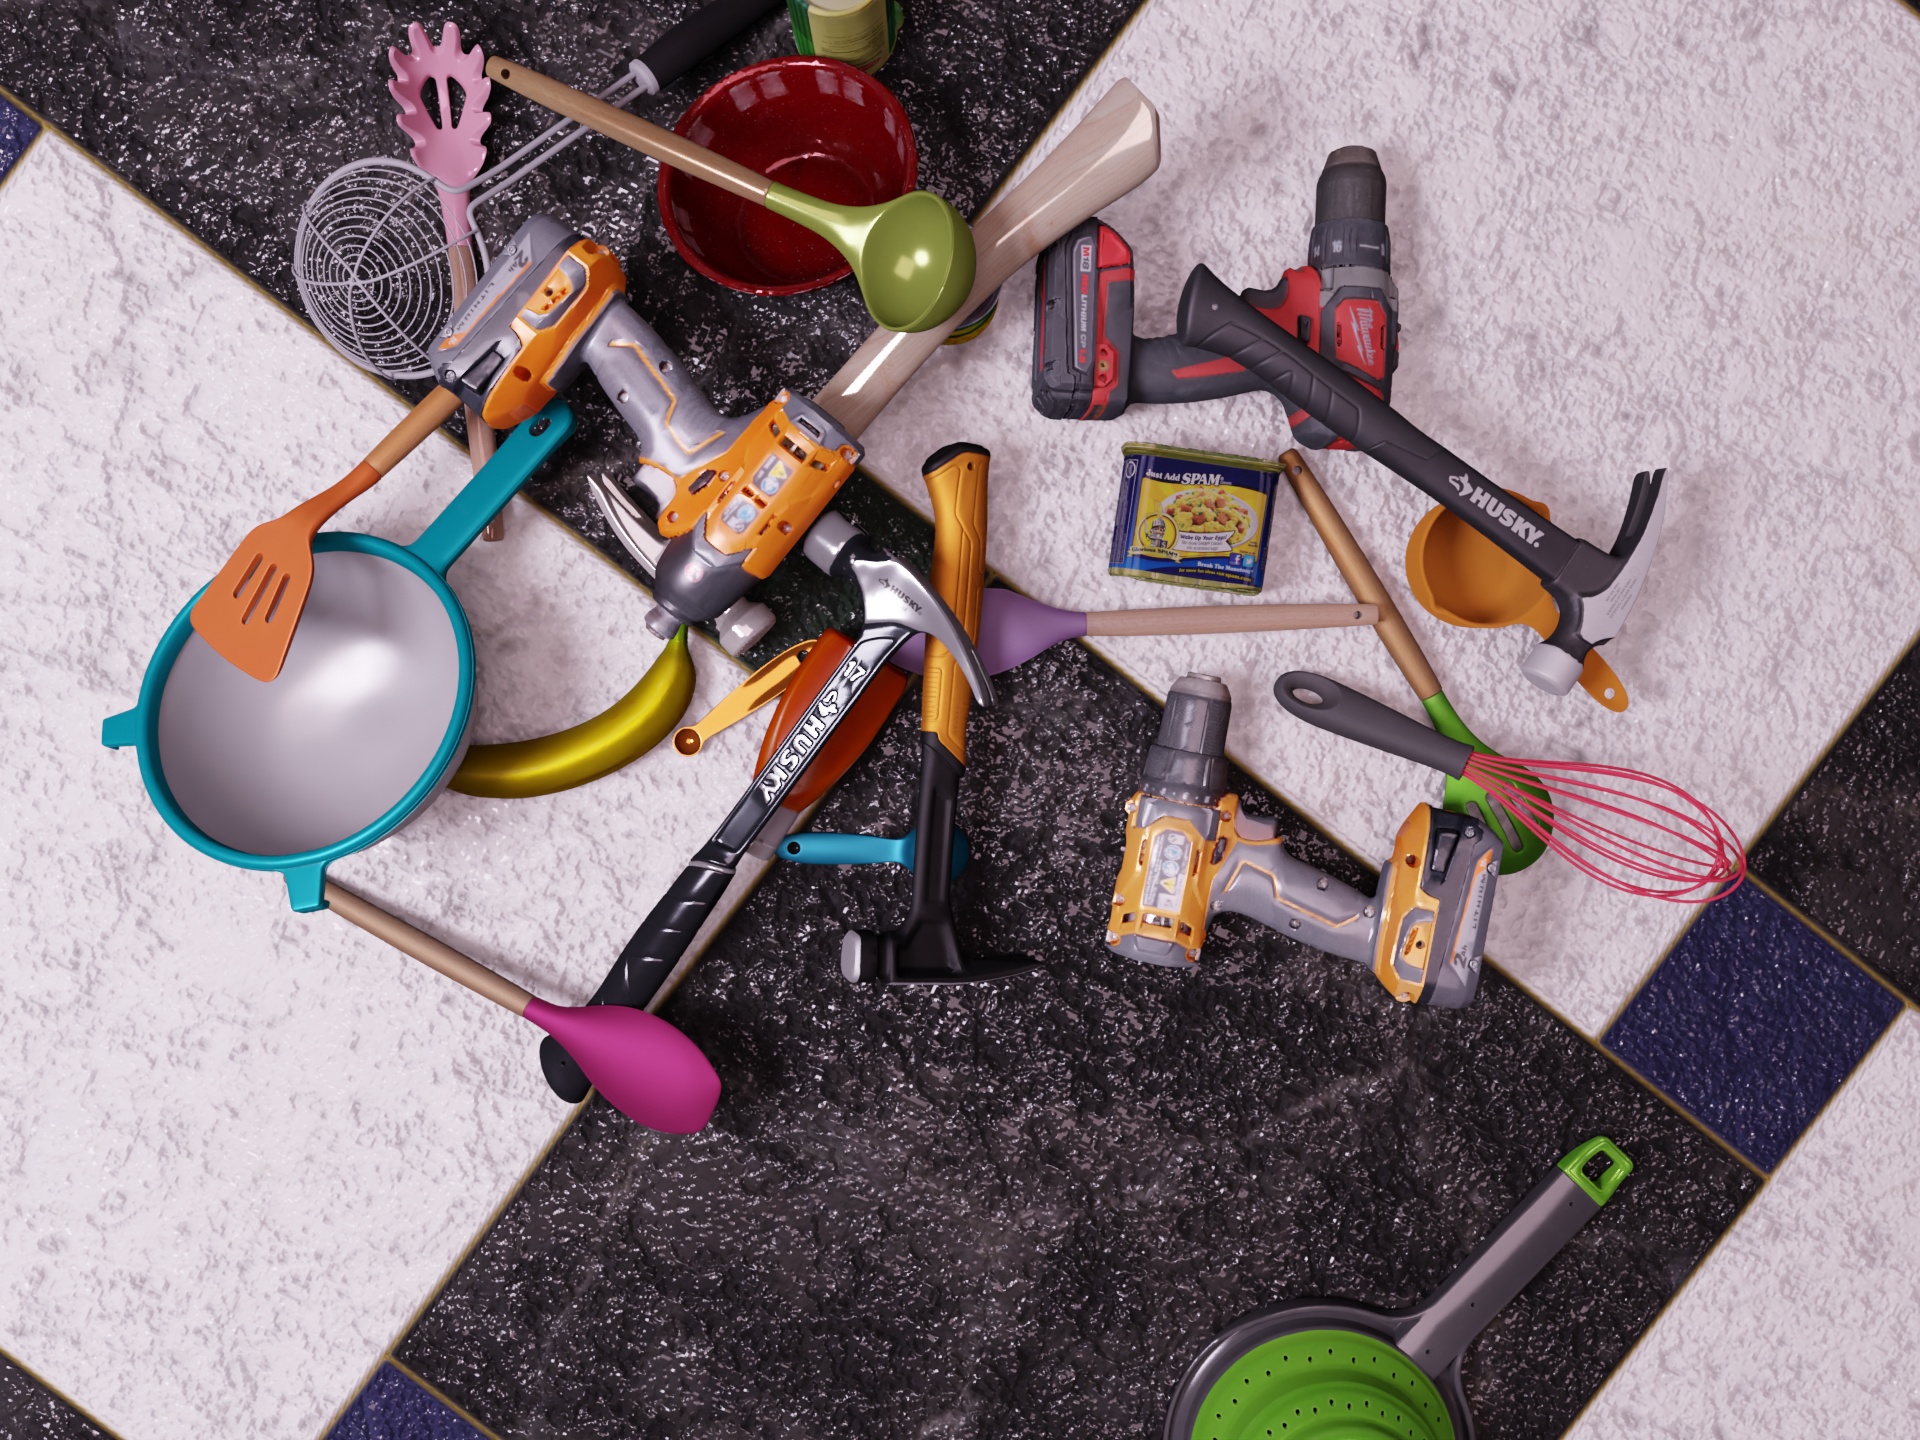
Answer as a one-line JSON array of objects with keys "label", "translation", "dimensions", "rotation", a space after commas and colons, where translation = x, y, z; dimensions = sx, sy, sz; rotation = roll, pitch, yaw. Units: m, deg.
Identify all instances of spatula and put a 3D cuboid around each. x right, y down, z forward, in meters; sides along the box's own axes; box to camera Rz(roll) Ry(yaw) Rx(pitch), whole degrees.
[{"label": "spatula", "translation": [0.106, -0.060, 1.017], "dimensions": [0.316, 0.018, 0.060], "rotation": [-2, 96, 4]}, {"label": "spatula", "translation": [-0.336, -0.164, 0.965], "dimensions": [0.081, 0.041, 0.323], "rotation": [32, 70, 22]}]

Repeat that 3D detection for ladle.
[{"label": "ladle", "translation": [-0.136, -0.311, 0.904], "dimensions": [0.320, 0.062, 0.078], "rotation": [26, 109, 6]}]

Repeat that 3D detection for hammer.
[{"label": "hammer", "translation": [0.270, -0.166, 0.952], "dimensions": [0.334, 0.035, 0.146], "rotation": [34, 89, -7]}, {"label": "hammer", "translation": [-0.002, -0.003, 0.994], "dimensions": [0.127, 0.034, 0.337], "rotation": [3, 92, -23]}, {"label": "hammer", "translation": [-0.048, -0.225, 0.954], "dimensions": [0.410, 0.038, 0.146], "rotation": [-43, 92, 16]}, {"label": "hammer", "translation": [-0.137, 0.078, 0.976], "dimensions": [0.149, 0.036, 0.409], "rotation": [40, 104, 13]}]

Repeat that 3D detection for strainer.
[{"label": "strainer", "translation": [-0.341, -0.051, 0.984], "dimensions": [0.211, 0.095, 0.340], "rotation": [34, 78, 18]}]

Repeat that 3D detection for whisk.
[{"label": "whisk", "translation": [0.330, 0.034, 0.977], "dimensions": [0.296, 0.073, 0.073], "rotation": [25, 92, 20]}]

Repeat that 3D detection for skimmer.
[{"label": "skimmer", "translation": [-0.246, -0.352, 0.982], "dimensions": [0.363, 0.090, 0.127], "rotation": [-43, 99, -16]}]

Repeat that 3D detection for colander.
[{"label": "colander", "translation": [0.292, 0.423, 1.005], "dimensions": [0.204, 0.094, 0.397], "rotation": [44, 91, -2]}]

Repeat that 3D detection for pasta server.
[{"label": "pasta server", "translation": [-0.312, -0.272, 1.001], "dimensions": [0.060, 0.040, 0.316], "rotation": [-6, 93, -13]}]

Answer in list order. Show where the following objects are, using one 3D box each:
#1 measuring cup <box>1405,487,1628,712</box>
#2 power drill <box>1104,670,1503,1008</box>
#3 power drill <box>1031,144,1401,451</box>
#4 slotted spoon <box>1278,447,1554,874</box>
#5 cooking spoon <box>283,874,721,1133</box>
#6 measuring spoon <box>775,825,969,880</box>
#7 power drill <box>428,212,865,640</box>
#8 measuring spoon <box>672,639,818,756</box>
[{"label": "measuring cup", "translation": [0.356, -0.071, 1.011], "dimensions": [0.095, 0.052, 0.173], "rotation": [-43, 94, 1]}, {"label": "power drill", "translation": [0.214, 0.076, 0.995], "dimensions": [0.226, 0.084, 0.185], "rotation": [10, 91, 9]}, {"label": "power drill", "translation": [0.163, -0.267, 0.990], "dimensions": [0.226, 0.080, 0.188], "rotation": [2, 90, -4]}, {"label": "slotted spoon", "translation": [0.288, -0.037, 1.023], "dimensions": [0.070, 0.031, 0.314], "rotation": [-31, 91, 8]}, {"label": "cooking spoon", "translation": [-0.292, 0.168, 0.998], "dimensions": [0.319, 0.017, 0.068], "rotation": [27, 102, 9]}, {"label": "measuring spoon", "translation": [-0.058, 0.084, 1.024], "dimensions": [0.128, 0.021, 0.042], "rotation": [2, 92, -1]}, {"label": "power drill", "translation": [-0.191, -0.165, 0.925], "dimensions": [0.226, 0.084, 0.164], "rotation": [39, 93, 0]}, {"label": "measuring spoon", "translation": [-0.136, -0.015, 1.028], "dimensions": [0.117, 0.011, 0.021], "rotation": [-37, 91, -3]}]
